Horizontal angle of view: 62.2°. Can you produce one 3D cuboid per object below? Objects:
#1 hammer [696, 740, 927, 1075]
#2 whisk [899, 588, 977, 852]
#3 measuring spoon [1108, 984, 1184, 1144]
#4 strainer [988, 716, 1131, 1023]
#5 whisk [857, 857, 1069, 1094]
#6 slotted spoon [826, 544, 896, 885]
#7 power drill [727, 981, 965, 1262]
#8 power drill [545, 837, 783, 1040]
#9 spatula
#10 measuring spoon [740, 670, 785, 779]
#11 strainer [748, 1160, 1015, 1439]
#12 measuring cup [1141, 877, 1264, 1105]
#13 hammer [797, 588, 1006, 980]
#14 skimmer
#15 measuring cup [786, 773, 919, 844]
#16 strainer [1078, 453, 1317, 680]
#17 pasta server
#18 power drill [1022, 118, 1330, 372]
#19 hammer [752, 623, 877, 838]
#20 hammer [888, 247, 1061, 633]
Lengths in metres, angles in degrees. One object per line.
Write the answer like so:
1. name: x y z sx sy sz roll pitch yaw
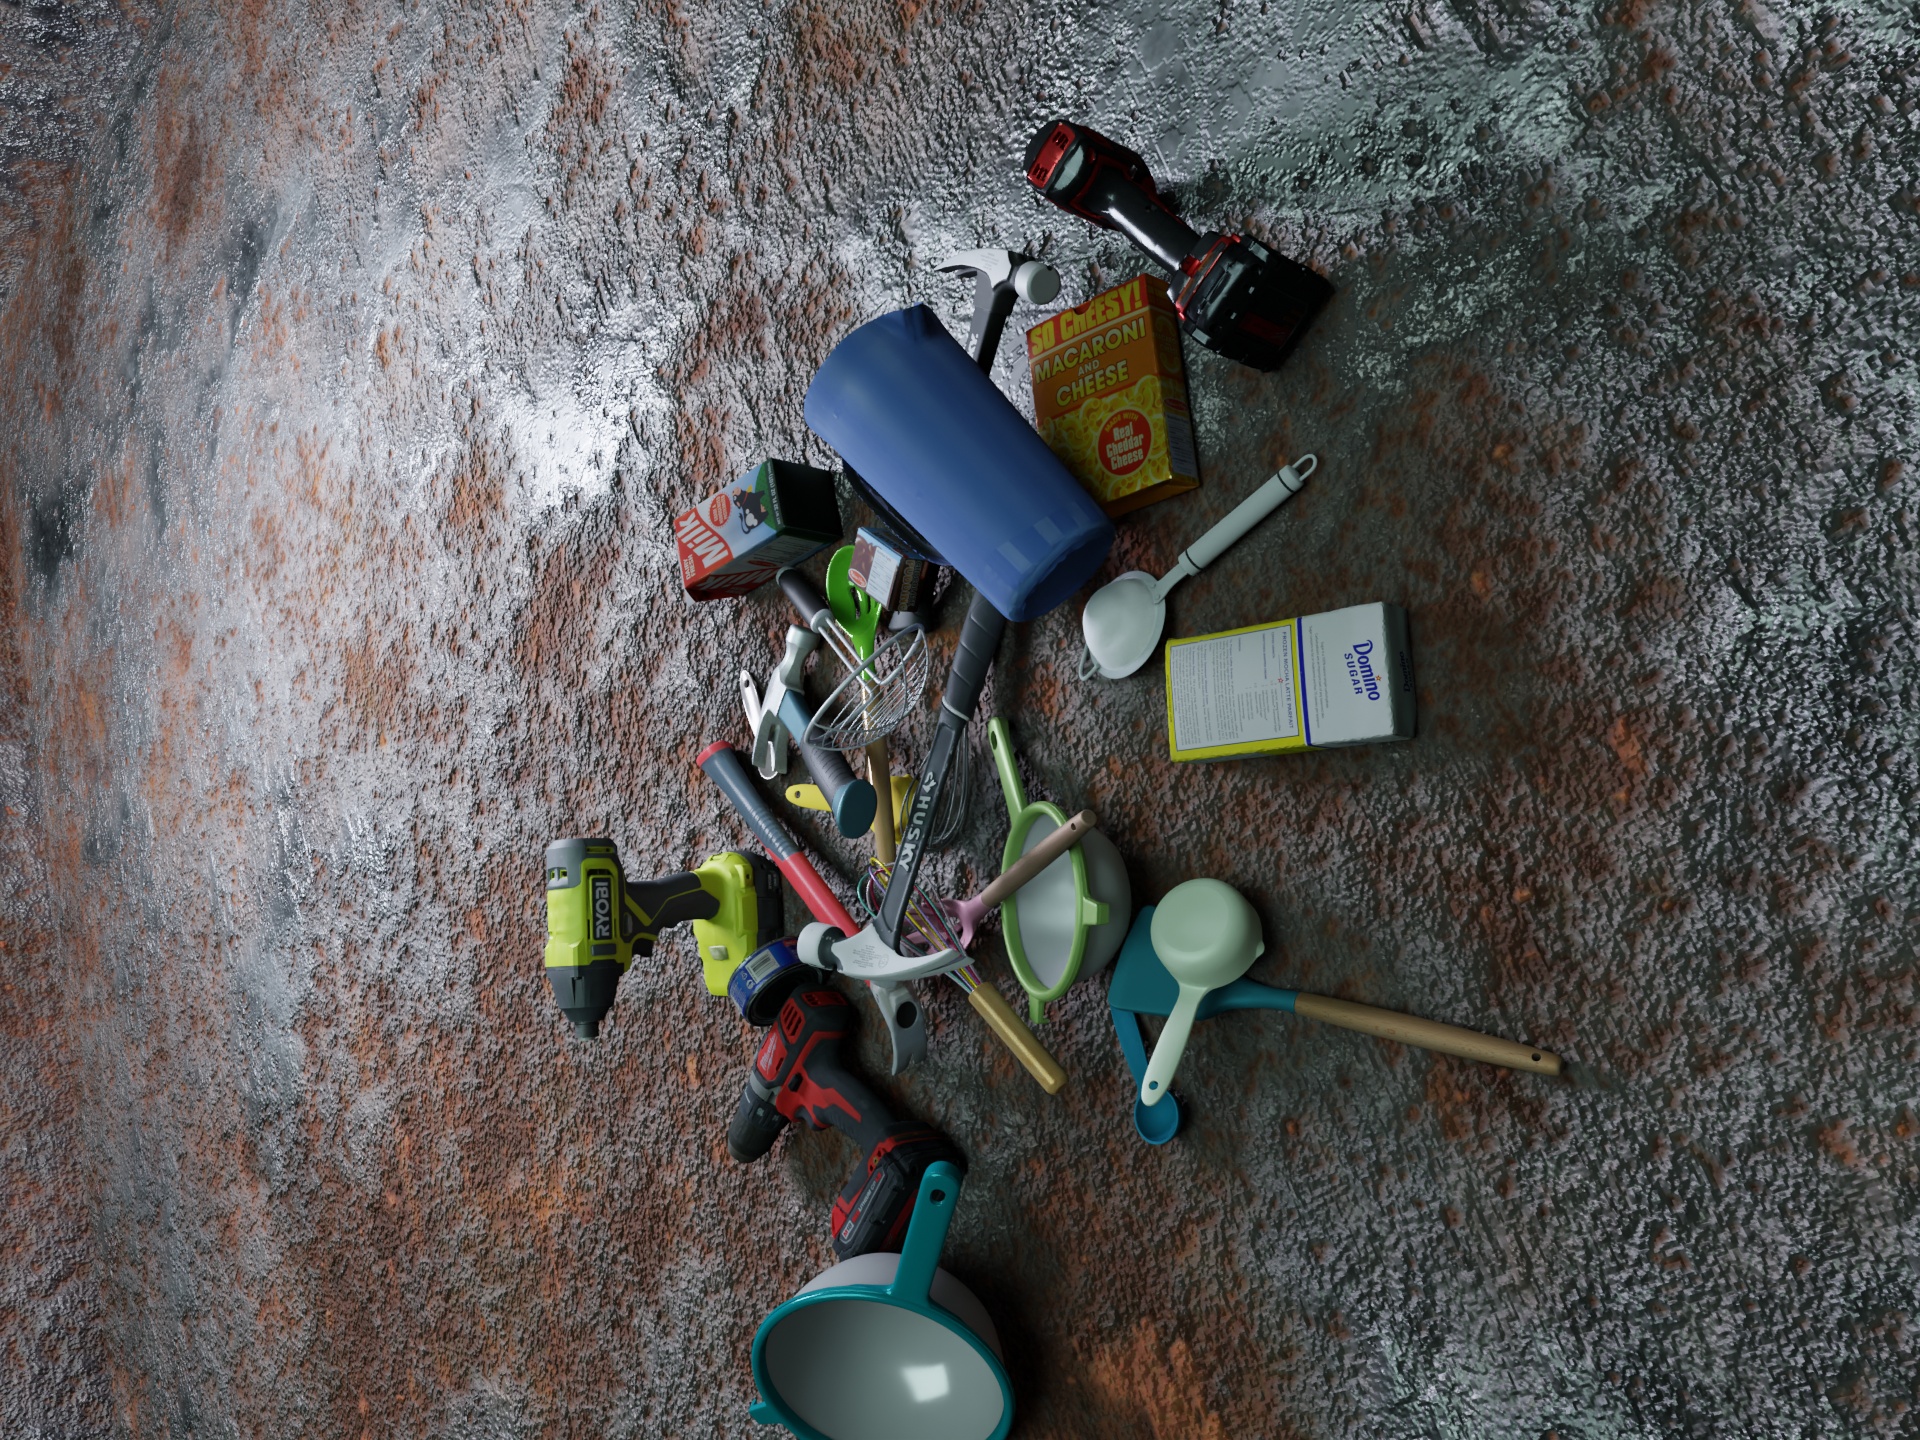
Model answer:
1. hammer: -0.141 0.148 1.426 0.387 0.038 0.143 46 153 43
2. whisk: -0.003 -0.005 1.328 0.055 0.055 0.239 15 92 42
3. measuring spoon: 0.140 0.257 1.201 0.042 0.021 0.129 -39 53 34
4. strainer: 0.077 0.097 1.244 0.151 0.069 0.257 113 152 -44
5. whisk: 0.000 0.194 1.236 0.245 0.051 0.047 46 134 28
6. slotted spoon: -0.078 -0.008 1.381 0.070 0.031 0.314 -26 62 38
7. power drill: -0.115 0.365 1.380 0.227 0.080 0.188 45 115 38
8. power drill: -0.268 0.193 1.429 0.080 0.223 0.171 -10 80 41
9. spatula: 0.249 0.196 1.083 0.318 0.044 0.082 7 65 41
10. measuring spoon: -0.187 0.003 1.517 0.034 0.018 0.124 -42 54 32
11. strainer: -0.040 0.444 1.239 0.211 0.095 0.340 16 120 4
12. measuring cup: 0.154 0.185 1.109 0.083 0.038 0.168 7 61 36
13. hammer: -0.006 0.009 1.251 0.149 0.036 0.409 6 71 38
14. skimmer: -0.117 -0.079 1.331 0.127 0.090 0.364 -46 33 3
15. measuring cup: -0.098 0.072 1.400 0.156 0.029 0.062 6 86 31
16. strainer: 0.165 -0.115 1.192 0.258 0.050 0.087 -41 47 28
17. pasta server: 0.026 0.132 1.224 0.060 0.040 0.316 63 150 13
18. power drill: 0.155 -0.351 1.159 0.220 0.143 0.078 47 116 26
19. hammer: -0.123 0.019 1.344 0.128 0.033 0.331 -69 22 11
20. hammer: -0.008 -0.229 1.336 0.146 0.035 0.334 40 119 52
